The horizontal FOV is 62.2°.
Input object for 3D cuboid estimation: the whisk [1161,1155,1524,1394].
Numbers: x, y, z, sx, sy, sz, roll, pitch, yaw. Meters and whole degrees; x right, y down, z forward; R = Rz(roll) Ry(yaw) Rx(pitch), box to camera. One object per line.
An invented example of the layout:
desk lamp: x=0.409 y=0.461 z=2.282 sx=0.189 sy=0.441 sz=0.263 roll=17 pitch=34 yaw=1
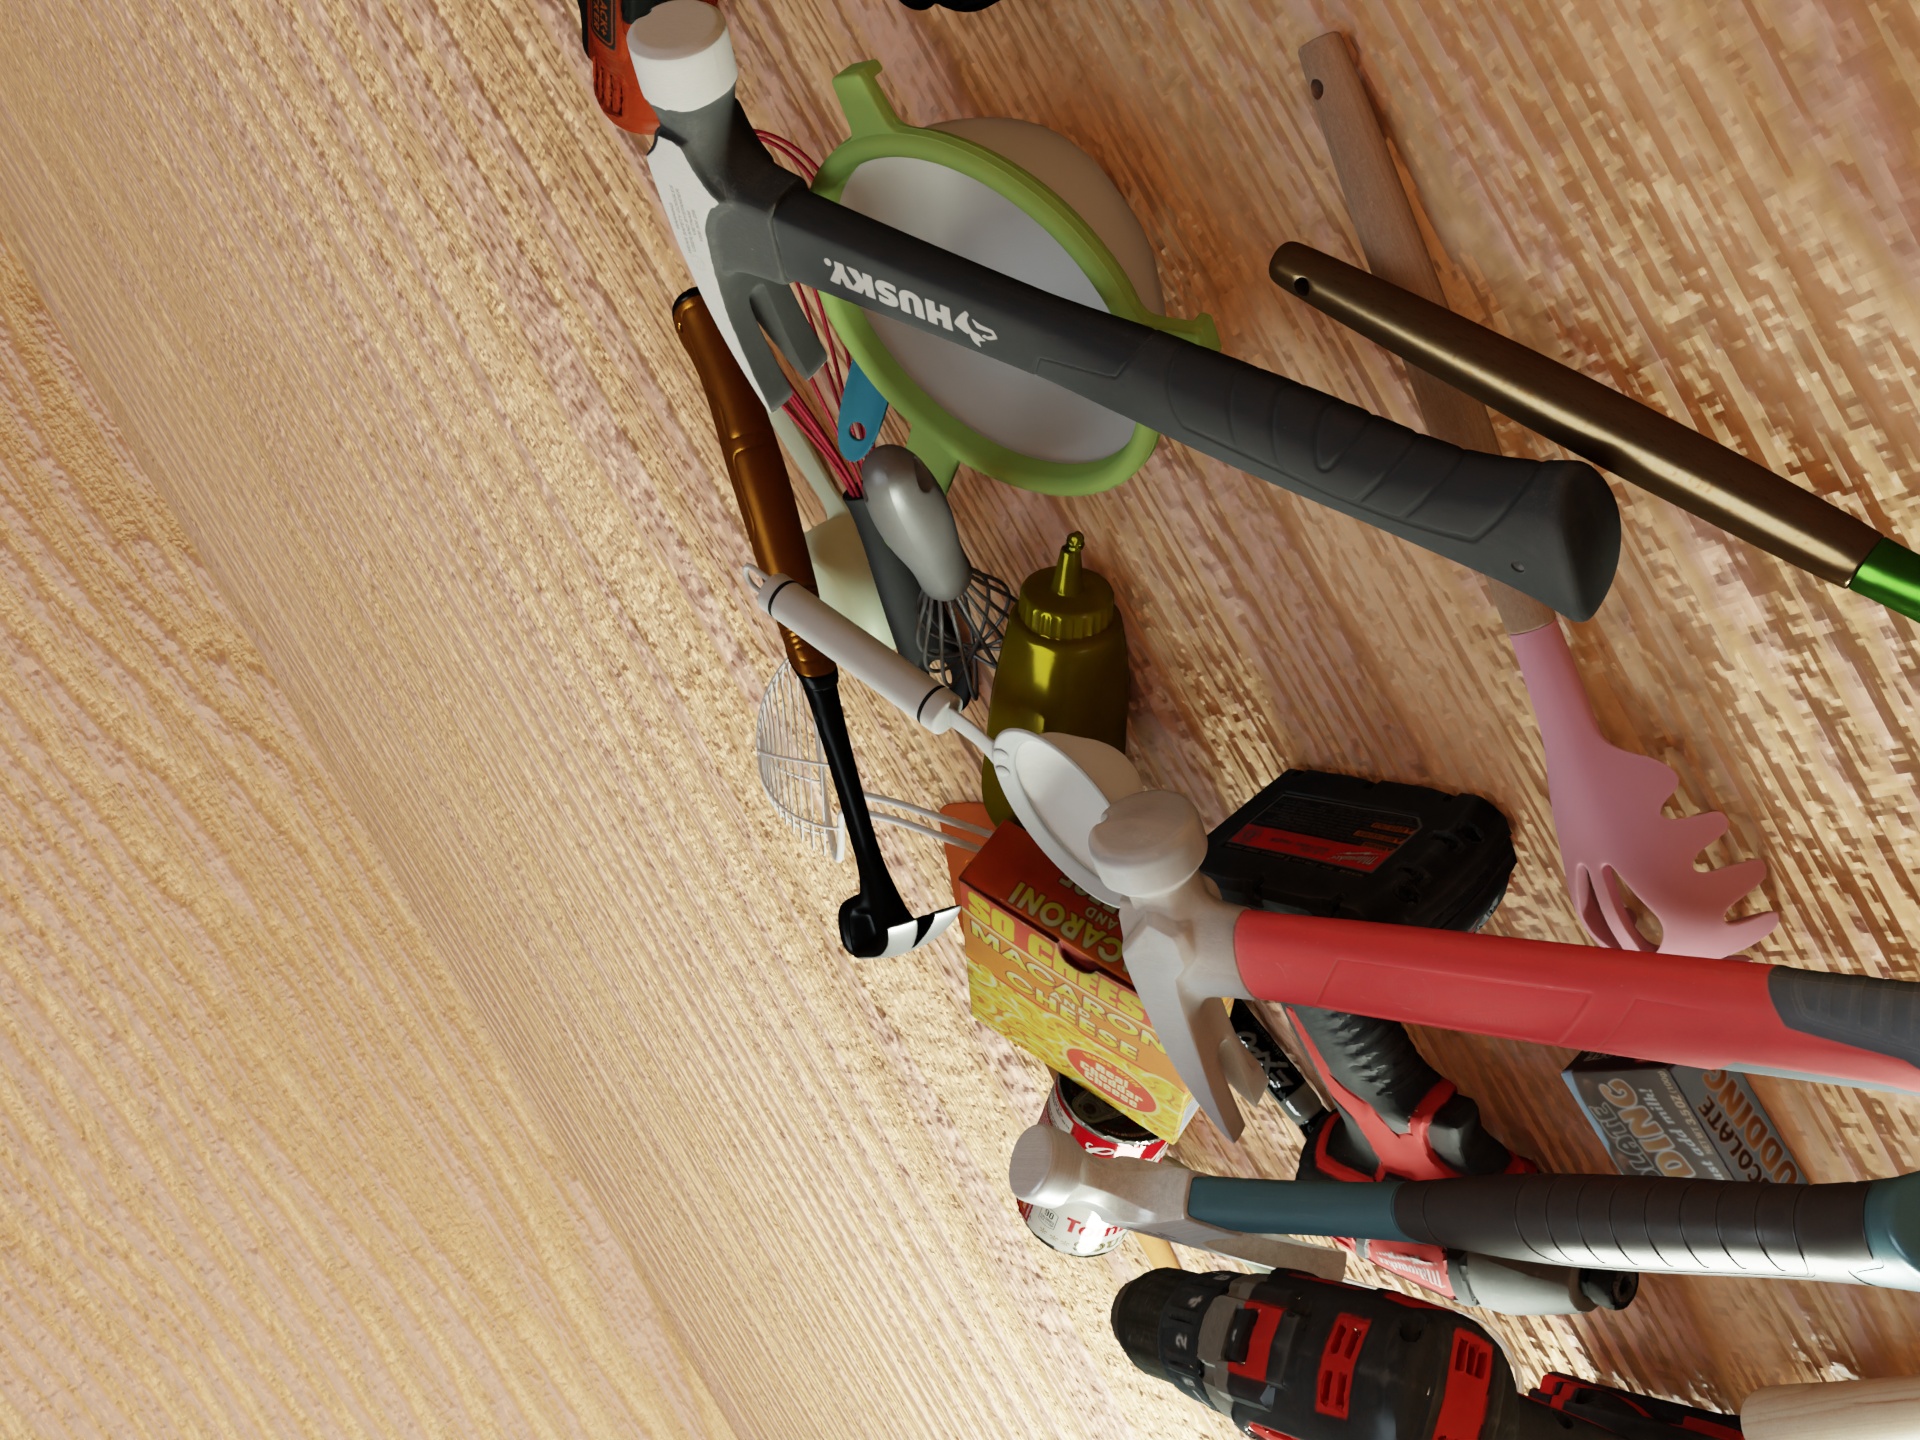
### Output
whisk: x=0.174 y=0.277 z=0.787 sx=0.059 sy=0.058 sz=0.246 roll=46 pitch=166 yaw=-34

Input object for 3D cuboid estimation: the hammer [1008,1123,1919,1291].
hammer: x=0.158 y=0.159 z=0.512 sx=0.128 sy=0.033 sz=0.331 roll=24 pitch=155 yaw=-26

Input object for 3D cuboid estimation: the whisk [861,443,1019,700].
whisk: x=-0.007 y=-0.057 z=0.649 sx=0.055 sy=0.055 sz=0.238 roll=48 pitch=178 yaw=17

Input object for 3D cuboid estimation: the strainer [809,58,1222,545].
strainer: x=0.012 y=-0.140 z=0.613 sx=0.151 sy=0.069 sz=0.256 roll=38 pitch=158 yaw=3

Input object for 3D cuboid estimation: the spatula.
spatula: x=0.065 y=0.192 z=0.896 sx=0.081 sy=0.041 sz=0.322 roll=2 pitch=123 yaw=55

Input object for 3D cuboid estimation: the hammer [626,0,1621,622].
hammer: x=0.039 y=-0.110 z=0.494 sx=0.335 sy=0.035 sz=0.146 roll=28 pitch=153 yaw=24

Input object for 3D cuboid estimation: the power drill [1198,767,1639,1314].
power drill: x=0.175 y=0.135 z=0.616 sx=0.143 sy=0.078 sz=0.219 roll=9 pitch=128 yaw=54

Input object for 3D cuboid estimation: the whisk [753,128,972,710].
whisk: x=-0.049 y=-0.123 z=0.729 sx=0.073 sy=0.073 sz=0.295 roll=19 pitch=139 yaw=49

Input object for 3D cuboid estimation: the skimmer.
skimmer: x=0.024 y=0.048 z=0.809 sx=0.363 sy=0.090 sz=0.127 roll=17 pitch=119 yaw=36

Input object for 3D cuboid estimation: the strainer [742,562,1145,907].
strainer: x=-0.001 y=-0.002 z=0.659 sx=0.259 sy=0.050 sz=0.086 roll=35 pitch=153 yaw=25

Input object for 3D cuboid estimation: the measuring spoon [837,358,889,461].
measuring spoon: x=-0.028 y=-0.165 z=0.664 sx=0.042 sy=0.021 sz=0.128 roll=29 pitch=129 yaw=9

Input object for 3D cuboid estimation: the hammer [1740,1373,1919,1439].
hammer: x=0.325 y=0.162 z=0.392 sx=0.146 sy=0.038 sz=0.410 roll=20 pitch=151 yaw=-2

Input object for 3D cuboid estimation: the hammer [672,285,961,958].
hammer: x=-0.077 y=-0.051 z=0.758 sx=0.127 sy=0.034 sz=0.337 roll=145 pitch=108 yaw=-72

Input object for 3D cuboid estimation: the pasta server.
pasta server: x=0.171 y=-0.057 z=0.488 sx=0.060 sy=0.040 sz=0.316 roll=-10 pitch=106 yaw=59

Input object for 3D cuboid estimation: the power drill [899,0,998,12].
power drill: x=-0.015 y=-0.330 z=0.457 sx=0.171 sy=0.080 sz=0.223 roll=-9 pitch=113 yaw=59

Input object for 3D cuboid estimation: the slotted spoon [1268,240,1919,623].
slotted spoon: x=0.207 y=-0.055 z=0.406 sx=0.314 sy=0.031 sz=0.070 roll=37 pitch=145 yaw=27

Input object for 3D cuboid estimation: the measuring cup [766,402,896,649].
measuring cup: x=-0.079 y=-0.105 z=0.810 sx=0.167 sy=0.038 sz=0.083 roll=60 pitch=151 yaw=-8

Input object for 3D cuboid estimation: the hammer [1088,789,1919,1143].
hammer: x=0.220 y=0.094 z=0.443 sx=0.386 sy=0.038 sz=0.143 roll=2 pitch=128 yaw=39

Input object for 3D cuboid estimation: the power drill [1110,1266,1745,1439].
power drill: x=0.182 y=0.268 z=0.610 sx=0.226 sy=0.080 sz=0.188 roll=28 pitch=158 yaw=-20
